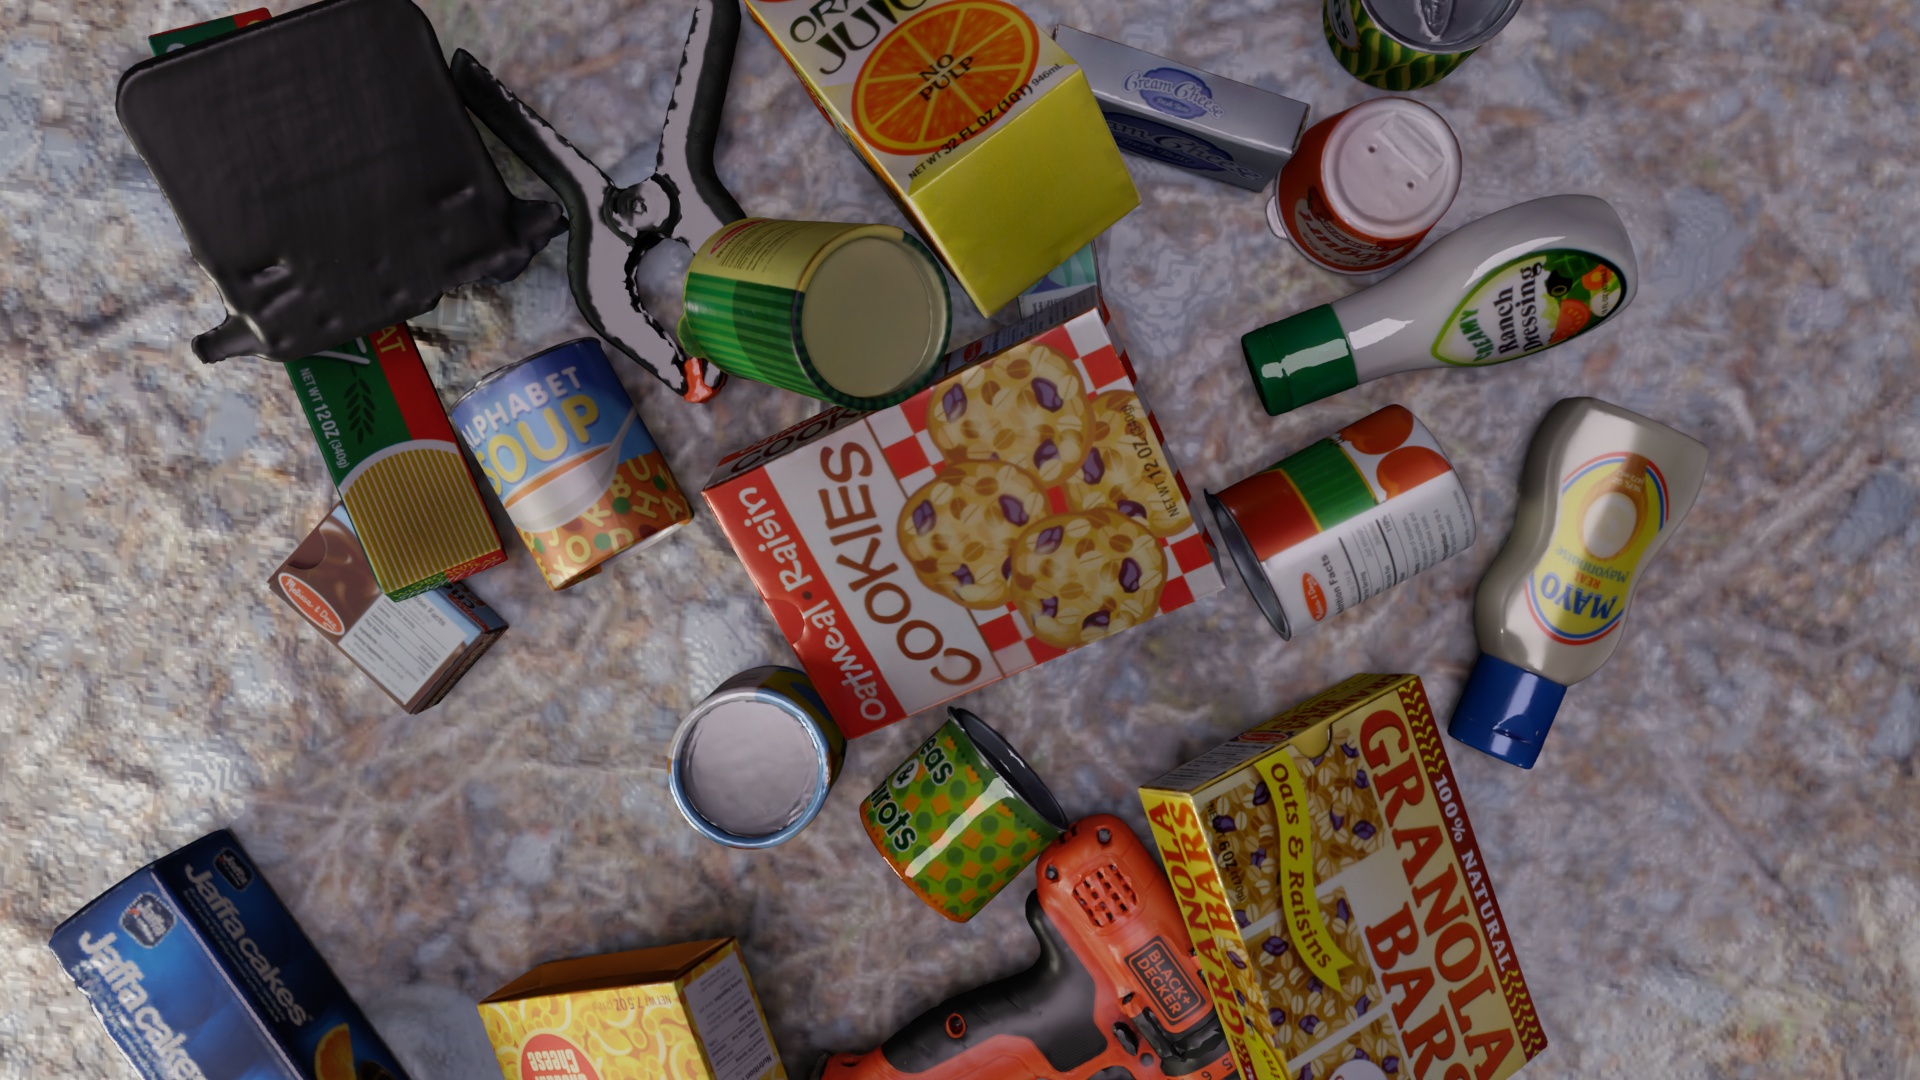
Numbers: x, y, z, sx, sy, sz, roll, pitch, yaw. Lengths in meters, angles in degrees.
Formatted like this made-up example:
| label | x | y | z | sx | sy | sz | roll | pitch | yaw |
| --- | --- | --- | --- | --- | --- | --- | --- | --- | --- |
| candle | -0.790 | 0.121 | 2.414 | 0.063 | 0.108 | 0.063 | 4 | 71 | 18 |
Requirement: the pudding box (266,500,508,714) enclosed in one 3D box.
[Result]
| label | x | y | z | sx | sy | sz | roll | pitch | yaw |
| --- | --- | --- | --- | --- | --- | --- | --- | --- | --- |
| pudding box | -0.242 | 0.027 | 0.589 | 0.084 | 0.030 | 0.049 | 42 | 95 | 0 |

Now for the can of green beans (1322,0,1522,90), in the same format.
| label | x | y | z | sx | sy | sz | roll | pitch | yaw |
| --- | --- | --- | --- | --- | --- | --- | --- | --- | --- |
| can of green beans | 0.182 | -0.218 | 0.549 | 0.071 | 0.058 | 0.071 | 0 | 93 | 2 |

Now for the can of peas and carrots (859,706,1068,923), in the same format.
| label | x | y | z | sx | sy | sz | roll | pitch | yaw |
| --- | --- | --- | --- | --- | --- | --- | --- | --- | --- |
| can of peas and carrots | -0.001 | 0.111 | 0.566 | 0.058 | 0.071 | 0.071 | -44 | 91 | 4 |

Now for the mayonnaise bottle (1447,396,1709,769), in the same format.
| label | x | y | z | sx | sy | sz | roll | pitch | yaw |
| --- | --- | --- | --- | --- | --- | --- | --- | --- | --- |
| mayonnaise bottle | 0.245 | 0.019 | 0.567 | 0.065 | 0.041 | 0.148 | 22 | 93 | -1 |

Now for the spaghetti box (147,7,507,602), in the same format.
| label | x | y | z | sx | sy | sz | roll | pitch | yaw |
| --- | --- | --- | --- | --- | --- | --- | --- | --- | --- |
| spaghetti box | -0.258 | -0.098 | 0.568 | 0.050 | 0.028 | 0.250 | -23 | 87 | -17 |

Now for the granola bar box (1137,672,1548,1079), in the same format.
| label | x | y | z | sx | sy | sz | roll | pitch | yaw |
| --- | --- | --- | --- | --- | --- | --- | --- | --- | --- |
| granola bar box | 0.155 | 0.151 | 0.552 | 0.124 | 0.039 | 0.165 | -21 | 92 | -26 |

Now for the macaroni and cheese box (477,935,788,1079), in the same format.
| label | x | y | z | sx | sy | sz | roll | pitch | yaw |
| --- | --- | --- | --- | --- | --- | --- | --- | --- | --- |
| macaroni and cheese box | -0.118 | 0.252 | 0.565 | 0.123 | 0.040 | 0.166 | -18 | 92 | 33 |

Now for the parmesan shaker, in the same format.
| label | x | y | z | sx | sy | sz | roll | pitch | yaw |
| --- | --- | --- | --- | --- | --- | --- | --- | --- | --- |
| parmesan shaker | -0.058 | -0.086 | 0.524 | 0.071 | 0.103 | 0.071 | -8 | 107 | -30 |

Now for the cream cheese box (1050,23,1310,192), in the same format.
| label | x | y | z | sx | sy | sz | roll | pitch | yaw |
| --- | --- | --- | --- | --- | --- | --- | --- | --- | --- |
| cream cheese box | 0.082 | -0.171 | 0.557 | 0.104 | 0.053 | 0.024 | 18 | 87 | 0 |

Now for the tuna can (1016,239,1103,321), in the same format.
| label | x | y | z | sx | sy | sz | roll | pitch | yaw |
| --- | --- | --- | --- | --- | --- | --- | --- | --- | --- |
| tuna can | 0.035 | -0.117 | 0.555 | 0.033 | 0.071 | 0.071 | -11 | 93 | 3 |

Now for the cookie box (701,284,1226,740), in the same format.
| label | x | y | z | sx | sy | sz | roll | pitch | yaw |
| --- | --- | --- | --- | --- | --- | --- | --- | --- | --- |
| cookie box | 0.002 | -0.007 | 0.545 | 0.167 | 0.040 | 0.122 | -23 | 109 | 13 |

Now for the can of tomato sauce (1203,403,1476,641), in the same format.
| label | x | y | z | sx | sy | sz | roll | pitch | yaw |
| --- | --- | --- | --- | --- | --- | --- | --- | --- | --- |
| can of tomato sauce | 0.151 | -0.009 | 0.558 | 0.083 | 0.071 | 0.071 | -27 | 92 | 3 |

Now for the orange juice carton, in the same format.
| label | x | y | z | sx | sy | sz | roll | pitch | yaw |
| --- | --- | --- | --- | --- | --- | --- | --- | --- | --- |
| orange juice carton | -0.018 | -0.179 | 0.526 | 0.072 | 0.073 | 0.193 | -36 | 54 | 3 |

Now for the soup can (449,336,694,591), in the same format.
| label | x | y | z | sx | sy | sz | roll | pitch | yaw |
| --- | --- | --- | --- | --- | --- | --- | --- | --- | --- |
| soup can | -0.157 | -0.030 | 0.563 | 0.071 | 0.071 | 0.083 | -29 | 92 | 3 |

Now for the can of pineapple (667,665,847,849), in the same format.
| label | x | y | z | sx | sy | sz | roll | pitch | yaw |
| --- | --- | --- | --- | --- | --- | --- | --- | --- | --- |
| can of pineapple | -0.081 | 0.090 | 0.573 | 0.071 | 0.058 | 0.071 | 0 | 93 | 2 |

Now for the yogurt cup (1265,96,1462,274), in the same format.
| label | x | y | z | sx | sy | sz | roll | pitch | yaw |
| --- | --- | --- | --- | --- | --- | --- | --- | --- | --- |
| yogurt cup | 0.165 | -0.144 | 0.555 | 0.072 | 0.054 | 0.072 | 0 | 93 | 1 |

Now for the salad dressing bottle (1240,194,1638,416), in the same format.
| label | x | y | z | sx | sy | sz | roll | pitch | yaw |
| --- | --- | --- | --- | --- | --- | --- | --- | --- | --- |
| salad dressing bottle | 0.189 | -0.091 | 0.558 | 0.147 | 0.044 | 0.064 | -19 | 137 | 10 |
